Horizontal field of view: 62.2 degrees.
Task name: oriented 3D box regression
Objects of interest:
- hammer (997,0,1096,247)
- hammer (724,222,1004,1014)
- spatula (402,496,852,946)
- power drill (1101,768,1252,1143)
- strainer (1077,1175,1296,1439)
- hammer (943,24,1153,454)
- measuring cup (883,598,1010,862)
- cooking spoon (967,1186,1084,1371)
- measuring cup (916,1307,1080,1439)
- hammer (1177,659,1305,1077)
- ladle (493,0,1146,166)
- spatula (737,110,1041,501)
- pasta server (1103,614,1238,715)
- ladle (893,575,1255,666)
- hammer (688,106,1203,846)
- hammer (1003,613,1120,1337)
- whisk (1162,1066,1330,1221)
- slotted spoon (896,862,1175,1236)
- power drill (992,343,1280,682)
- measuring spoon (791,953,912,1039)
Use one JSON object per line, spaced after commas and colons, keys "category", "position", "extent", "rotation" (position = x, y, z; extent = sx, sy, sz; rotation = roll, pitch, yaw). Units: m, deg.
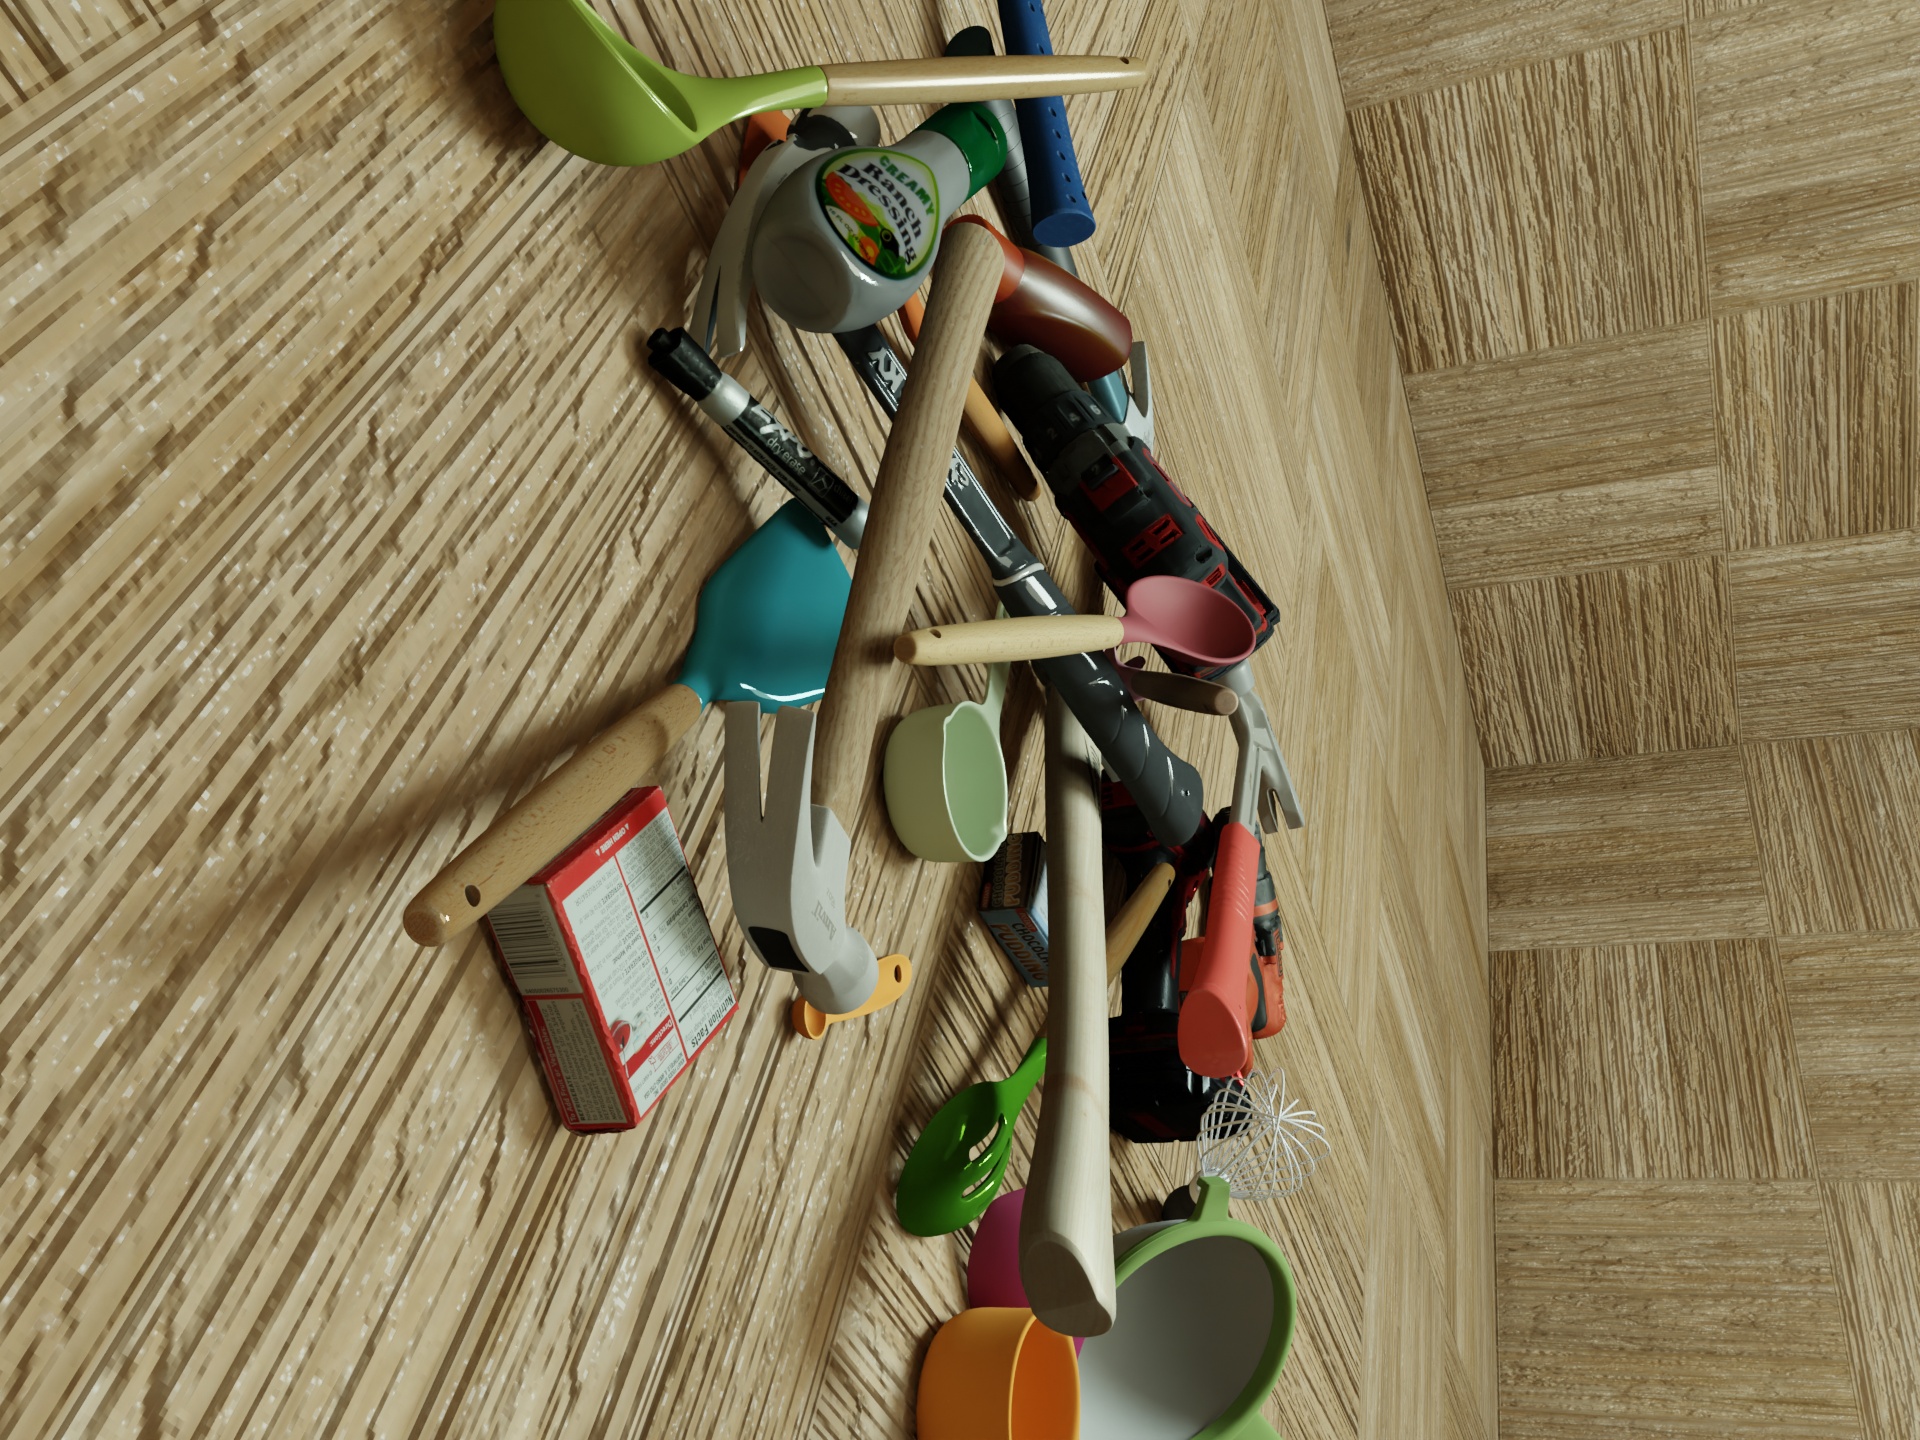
{"category": "hammer", "position": [0.020, -0.467, 0.910], "extent": [0.144, 0.035, 0.406], "rotation": [14, 64, -65]}
{"category": "hammer", "position": [-0.028, -0.064, 0.613], "extent": [0.129, 0.031, 0.331], "rotation": [69, 30, -58]}
{"category": "spatula", "position": [-0.092, -0.003, 0.524], "extent": [0.317, 0.044, 0.082], "rotation": [-61, 128, -69]}
{"category": "power drill", "position": [0.129, 0.146, 1.001], "extent": [0.143, 0.078, 0.220], "rotation": [46, 40, -54]}
{"category": "strainer", "position": [0.127, 0.357, 0.874], "extent": [0.151, 0.069, 0.256], "rotation": [-43, 120, -11]}
{"category": "hammer", "position": [0.064, -0.283, 1.020], "extent": [0.330, 0.033, 0.128], "rotation": [59, 34, -44]}
{"category": "measuring cup", "position": [-0.001, -0.003, 0.785], "extent": [0.168, 0.038, 0.083], "rotation": [-78, 150, -42]}
{"category": "cooking spoon", "position": [0.051, 0.373, 0.786], "extent": [0.017, 0.068, 0.318], "rotation": [-141, -138, -70]}
{"category": "measuring cup", "position": [0.028, 0.343, 0.735], "extent": [0.095, 0.052, 0.173], "rotation": [-66, 144, -50]}
{"category": "hammer", "position": [0.176, 0.100, 0.999], "extent": [0.359, 0.037, 0.149], "rotation": [-66, 138, -58]}
{"category": "ladle", "position": [-0.031, -0.255, 0.610], "extent": [0.320, 0.062, 0.078], "rotation": [-21, 66, -39]}
{"category": "spatula", "position": [-0.020, -0.186, 0.813], "extent": [0.322, 0.041, 0.081], "rotation": [43, 47, -62]}
{"category": "pasta server", "position": [0.115, -0.025, 0.902], "extent": [0.060, 0.040, 0.316], "rotation": [47, -1, -7]}
{"category": "ladle", "position": [0.057, -0.039, 0.706], "extent": [0.315, 0.069, 0.031], "rotation": [-10, 135, -60]}
{"category": "hammer", "position": [0.017, -0.079, 0.744], "extent": [0.408, 0.036, 0.149], "rotation": [53, 48, -33]}
{"category": "hammer", "position": [0.062, 0.108, 0.787], "extent": [0.146, 0.038, 0.411], "rotation": [54, 26, -34]}
{"category": "whisk", "position": [0.152, 0.268, 0.929], "extent": [0.284, 0.070, 0.070], "rotation": [98, -1, -62]}
{"category": "slotted spoon", "position": [0.054, 0.153, 0.818], "extent": [0.314, 0.031, 0.070], "rotation": [-43, 135, -53]}
{"category": "power drill", "position": [0.105, -0.122, 0.968], "extent": [0.188, 0.080, 0.226], "rotation": [56, 9, 22]}
{"category": "measuring spoon", "position": [-0.046, 0.117, 0.684], "extent": [0.117, 0.011, 0.021], "rotation": [-6, 88, -70]}
